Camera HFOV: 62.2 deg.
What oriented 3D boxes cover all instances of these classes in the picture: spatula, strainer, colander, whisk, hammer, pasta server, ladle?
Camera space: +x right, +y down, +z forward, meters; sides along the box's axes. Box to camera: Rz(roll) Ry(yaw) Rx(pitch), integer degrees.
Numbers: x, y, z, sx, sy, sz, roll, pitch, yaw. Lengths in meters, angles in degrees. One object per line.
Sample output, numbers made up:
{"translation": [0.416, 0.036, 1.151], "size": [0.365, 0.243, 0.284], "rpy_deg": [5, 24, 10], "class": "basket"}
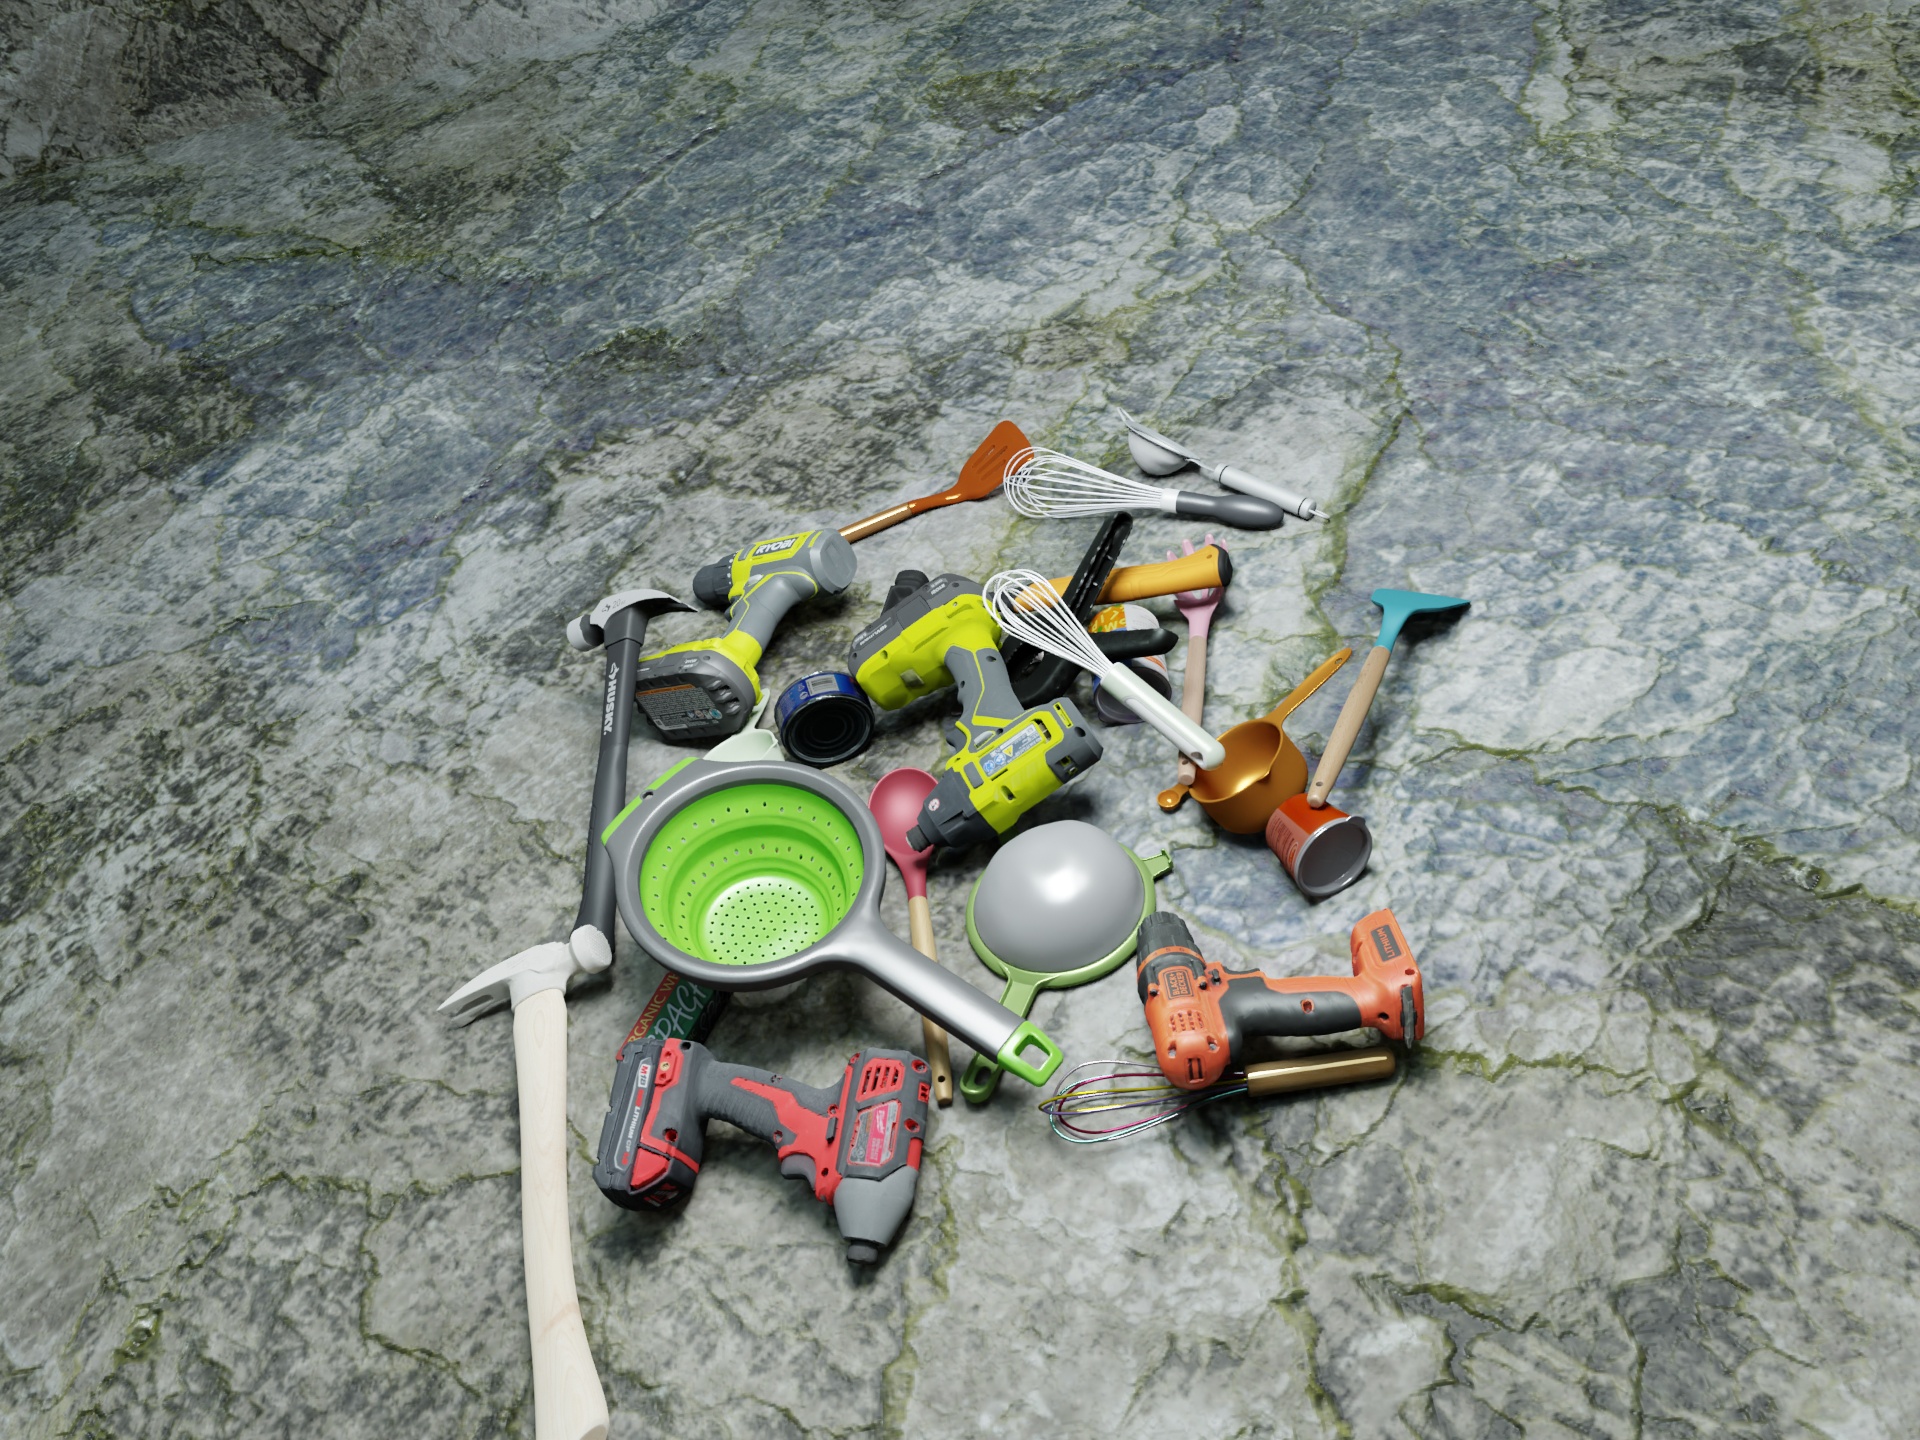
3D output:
{"translation": [-0.077, -0.215, 1.632], "size": [0.322, 0.041, 0.081], "rpy_deg": [-24, 45, -5], "class": "spatula"}
{"translation": [0.248, -0.243, 1.556], "size": [0.259, 0.050, 0.086], "rpy_deg": [29, 17, 32], "class": "strainer"}
{"translation": [-0.093, 0.174, 1.197], "size": [0.397, 0.094, 0.204], "rpy_deg": [30, 56, 24], "class": "colander"}
{"translation": [0.335, -0.030, 1.286], "size": [0.082, 0.044, 0.318], "rpy_deg": [11, 44, 26], "class": "spatula"}
{"translation": [0.174, 0.250, 1.087], "size": [0.245, 0.047, 0.051], "rpy_deg": [-9, 34, 4], "class": "whisk"}
{"translation": [0.174, -0.219, 1.548], "size": [0.285, 0.070, 0.070], "rpy_deg": [11, 51, 21], "class": "whisk"}
{"translation": [0.114, -0.041, 1.275], "size": [0.246, 0.057, 0.059], "rpy_deg": [41, 61, 19], "class": "whisk"}
{"translation": [0.080, -0.110, 1.448], "size": [0.337, 0.034, 0.127], "rpy_deg": [-7, 43, 23], "class": "hammer"}
{"translation": [-0.297, 0.039, 1.373], "size": [0.146, 0.035, 0.335], "rpy_deg": [-19, 59, 35], "class": "hammer"}
{"translation": [0.200, -0.057, 1.363], "size": [0.060, 0.040, 0.316], "rpy_deg": [-11, 36, 20], "class": "pasta server"}
{"translation": [-0.030, 0.162, 1.253], "size": [0.069, 0.031, 0.316], "rpy_deg": [-12, 46, 3], "class": "ladle"}
{"translation": [-0.308, 0.339, 1.151], "size": [0.146, 0.038, 0.411], "rpy_deg": [-27, 46, 8], "class": "hammer"}
{"translation": [0.051, 0.163, 1.194], "size": [0.151, 0.069, 0.256], "rpy_deg": [9, 48, 25], "class": "strainer"}

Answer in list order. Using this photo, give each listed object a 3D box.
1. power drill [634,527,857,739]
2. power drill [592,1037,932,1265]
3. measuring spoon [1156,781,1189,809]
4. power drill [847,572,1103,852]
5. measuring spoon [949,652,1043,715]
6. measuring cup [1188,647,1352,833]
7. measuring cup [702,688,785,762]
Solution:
{"translation": [-0.221, -0.089, 1.512], "size": [0.190, 0.080, 0.229], "rpy_deg": [-6, 39, 37], "class": "power drill"}
{"translation": [-0.134, 0.297, 1.110], "size": [0.220, 0.078, 0.143], "rpy_deg": [2, 63, 13], "class": "power drill"}
{"translation": [0.208, 0.041, 1.311], "size": [0.117, 0.011, 0.021], "rpy_deg": [-34, 45, -21], "class": "measuring spoon"}
{"translation": [-0.002, -0.004, 1.320], "size": [0.171, 0.080, 0.223], "rpy_deg": [-35, 49, 5], "class": "power drill"}
{"translation": [0.044, -0.036, 1.439], "size": [0.124, 0.018, 0.034], "rpy_deg": [-34, 46, -7], "class": "measuring spoon"}
{"translation": [0.259, 0.018, 1.254], "size": [0.173, 0.052, 0.095], "rpy_deg": [-44, 23, -7], "class": "measuring cup"}
{"translation": [-0.187, 0.023, 1.441], "size": [0.083, 0.038, 0.168], "rpy_deg": [-18, 25, 14], "class": "measuring cup"}
